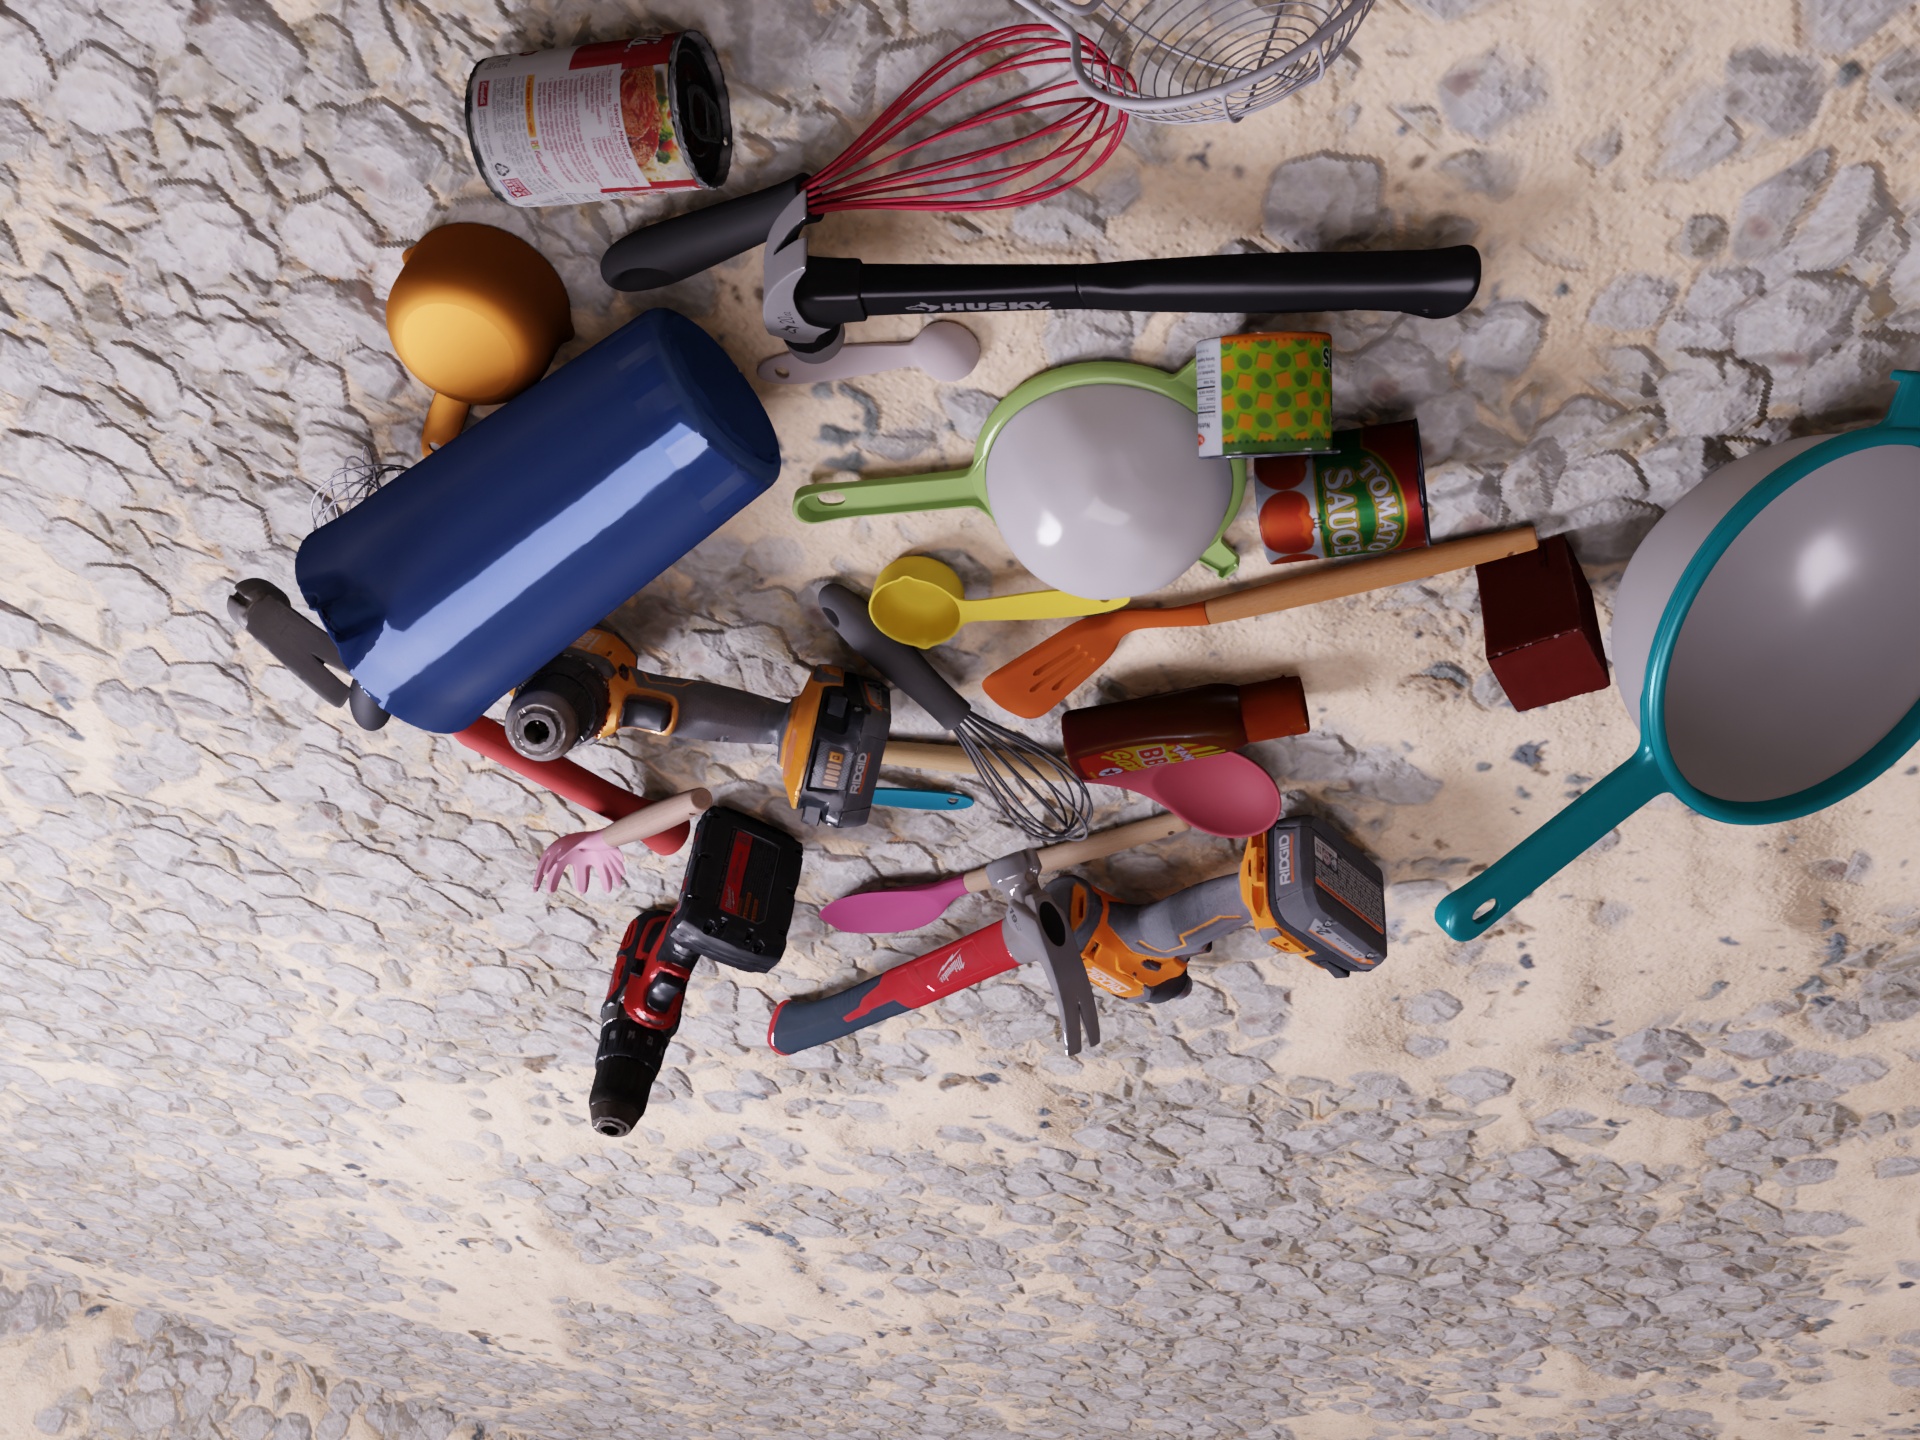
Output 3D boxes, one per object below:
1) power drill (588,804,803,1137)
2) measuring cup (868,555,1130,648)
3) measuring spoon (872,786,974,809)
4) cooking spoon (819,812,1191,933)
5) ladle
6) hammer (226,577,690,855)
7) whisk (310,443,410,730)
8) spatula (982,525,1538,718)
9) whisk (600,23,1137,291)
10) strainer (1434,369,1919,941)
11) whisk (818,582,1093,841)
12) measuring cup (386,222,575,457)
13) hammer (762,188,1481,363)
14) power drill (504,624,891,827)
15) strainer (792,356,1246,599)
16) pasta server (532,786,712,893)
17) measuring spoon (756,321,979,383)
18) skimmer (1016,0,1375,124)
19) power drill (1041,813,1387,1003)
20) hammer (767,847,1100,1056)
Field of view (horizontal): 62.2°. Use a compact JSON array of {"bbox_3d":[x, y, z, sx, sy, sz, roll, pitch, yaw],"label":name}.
[{"bbox_3d":[-0.210,0.190,1.184,0.080,0.188,0.226,26,133,-19],"label":"power drill"},{"bbox_3d":[0.023,-0.076,0.948,0.156,0.029,0.062,-3,138,11],"label":"measuring cup"},{"bbox_3d":[-0.054,0.046,1.117,0.128,0.021,0.042,6,140,-9],"label":"measuring spoon"},{"bbox_3d":[0.028,0.114,1.173,0.319,0.017,0.068,-19,140,30],"label":"cooking spoon"},{"bbox_3d":[0.056,0.033,1.067,0.315,0.031,0.069,6,121,8],"label":"ladle"},{"bbox_3d":[-0.292,0.018,1.024,0.149,0.037,0.358,28,174,38],"label":"hammer"},{"bbox_3d":[-0.374,-0.071,1.015,0.070,0.070,0.284,17,144,-9],"label":"whisk"},{"bbox_3d":[0.169,-0.060,0.925,0.322,0.041,0.081,-13,159,22],"label":"spatula"},{"bbox_3d":[-0.055,-0.250,0.740,0.296,0.073,0.073,-10,136,30],"label":"whisk"},{"bbox_3d":[0.363,-0.018,0.816,0.340,0.095,0.210,-39,122,3],"label":"strainer"},{"bbox_3d":[-0.002,-0.003,1.006,0.238,0.055,0.055,43,130,-18],"label":"whisk"},{"bbox_3d":[-0.273,-0.184,0.859,0.095,0.052,0.173,24,136,-16],"label":"measuring cup"},{"bbox_3d":[0.071,-0.205,0.744,0.335,0.035,0.146,0,176,3],"label":"hammer"},{"bbox_3d":[-0.159,0.002,0.963,0.226,0.185,0.084,13,102,-6],"label":"power drill"},{"bbox_3d":[0.027,-0.112,0.871,0.256,0.069,0.151,-3,138,12],"label":"strainer"},{"bbox_3d":[-0.212,0.078,1.005,0.060,0.040,0.316,4,168,-27],"label":"pasta server"},{"bbox_3d":[-0.051,-0.186,0.840,0.124,0.018,0.034,-3,138,16],"label":"measuring spoon"},{"bbox_3d":[-0.018,-0.330,0.611,0.363,0.127,0.090,23,155,-2],"label":"skimmer"},{"bbox_3d":[0.183,0.149,1.133,0.226,0.084,0.164,-20,141,35],"label":"power drill"},{"bbox_3d":[-0.039,0.221,1.226,0.038,0.143,0.386,-12,167,-40],"label":"hammer"}]
